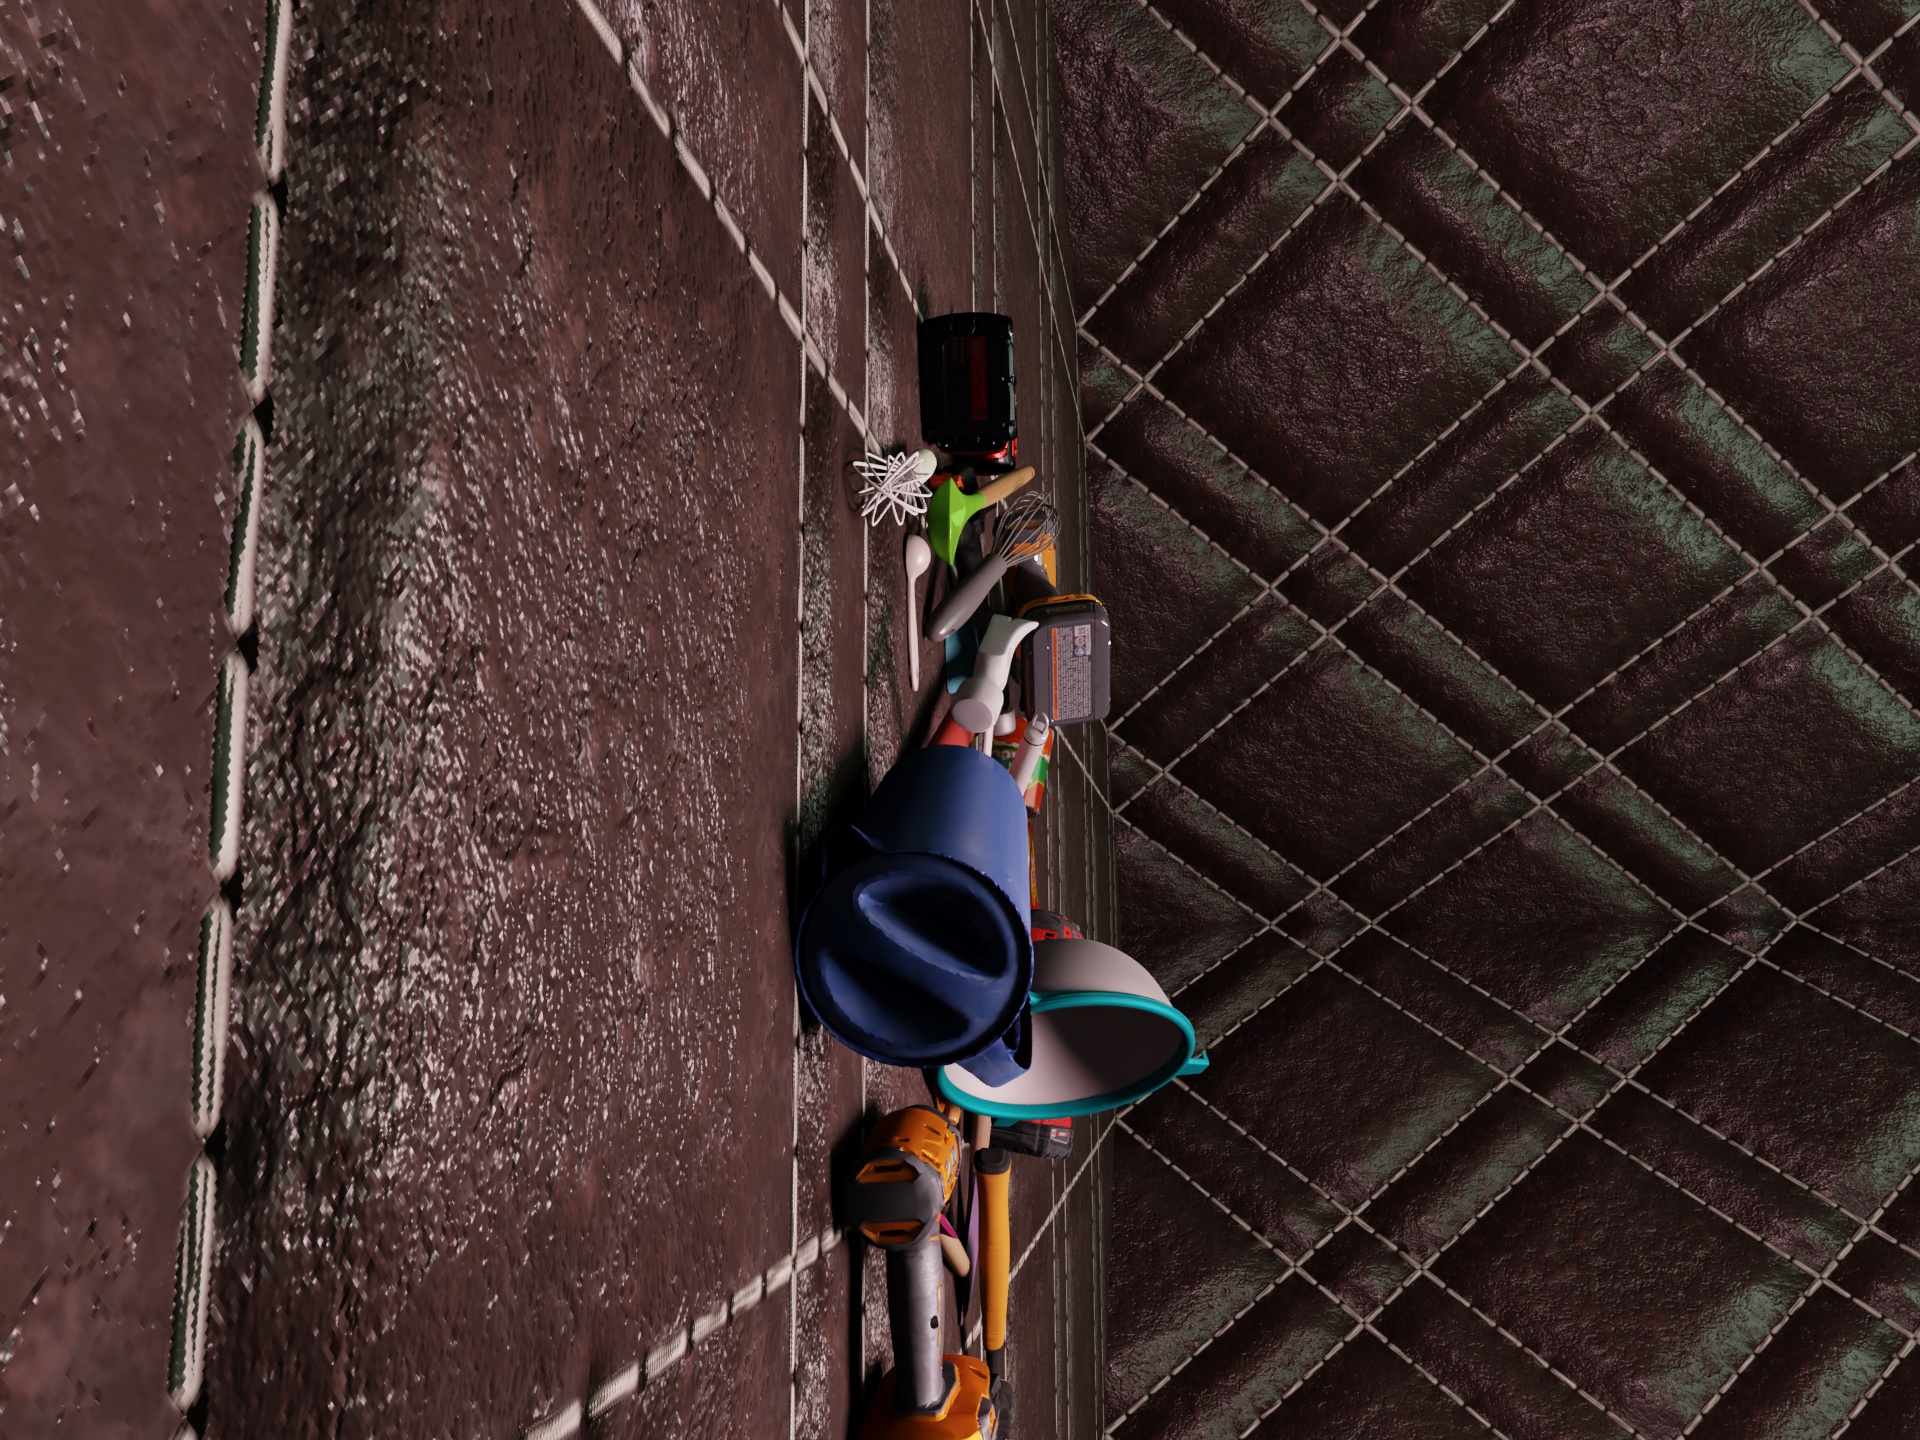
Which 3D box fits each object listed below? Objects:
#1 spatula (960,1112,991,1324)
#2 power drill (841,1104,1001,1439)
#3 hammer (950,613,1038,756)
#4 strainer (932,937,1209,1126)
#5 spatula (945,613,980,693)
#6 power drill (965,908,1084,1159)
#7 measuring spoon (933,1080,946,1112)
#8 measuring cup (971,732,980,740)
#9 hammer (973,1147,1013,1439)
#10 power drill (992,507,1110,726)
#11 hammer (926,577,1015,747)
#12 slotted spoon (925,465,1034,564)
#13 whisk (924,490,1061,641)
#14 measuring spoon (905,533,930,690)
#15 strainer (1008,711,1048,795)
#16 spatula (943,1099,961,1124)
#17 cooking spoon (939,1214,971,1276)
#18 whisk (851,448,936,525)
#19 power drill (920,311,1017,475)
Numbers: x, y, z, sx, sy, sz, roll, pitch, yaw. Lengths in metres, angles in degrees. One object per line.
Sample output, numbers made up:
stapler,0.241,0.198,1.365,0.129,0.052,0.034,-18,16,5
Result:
spatula,0.018,0.375,1.418,0.059,0.018,0.316,8,87,-82
power drill,-0.025,0.365,1.029,0.164,0.084,0.226,-20,104,-83
hammer,0.017,0.099,1.259,0.144,0.035,0.405,-68,165,-50
strainer,0.053,0.204,1.244,0.340,0.211,0.095,54,22,-47
spatula,0.019,-0.072,1.584,0.317,0.044,0.082,-30,119,-85
power drill,0.079,0.301,1.531,0.187,0.080,0.227,42,55,-67
measuring spoon,-0.022,0.278,1.289,0.021,0.011,0.116,-57,151,-47
measuring cup,0.011,-0.004,1.534,0.156,0.029,0.062,-41,133,-63
hammer,0.028,0.519,1.385,0.127,0.034,0.336,-79,169,-66
power drill,0.079,-0.077,1.510,0.226,0.084,0.185,-110,-166,-57
hammer,-0.002,-0.004,1.307,0.359,0.037,0.149,-61,146,-67
slotted spoon,0.022,-0.194,1.391,0.314,0.031,0.070,-46,137,-66
whisk,0.028,-0.136,1.400,0.239,0.055,0.055,-51,143,-44
measuring spoon,-0.032,-0.085,1.259,0.034,0.018,0.124,-9,98,-81
strainer,0.040,0.075,1.337,0.087,0.050,0.258,48,-35,23
spatula,0.007,0.218,1.447,0.080,0.041,0.323,76,19,-47
cooking spoon,-0.014,0.401,1.245,0.069,0.017,0.318,51,-12,27
whisk,-0.041,-0.178,1.155,0.058,0.059,0.246,-56,-176,14
power drill,0.016,-0.300,1.441,0.219,0.078,0.143,-38,127,-83
